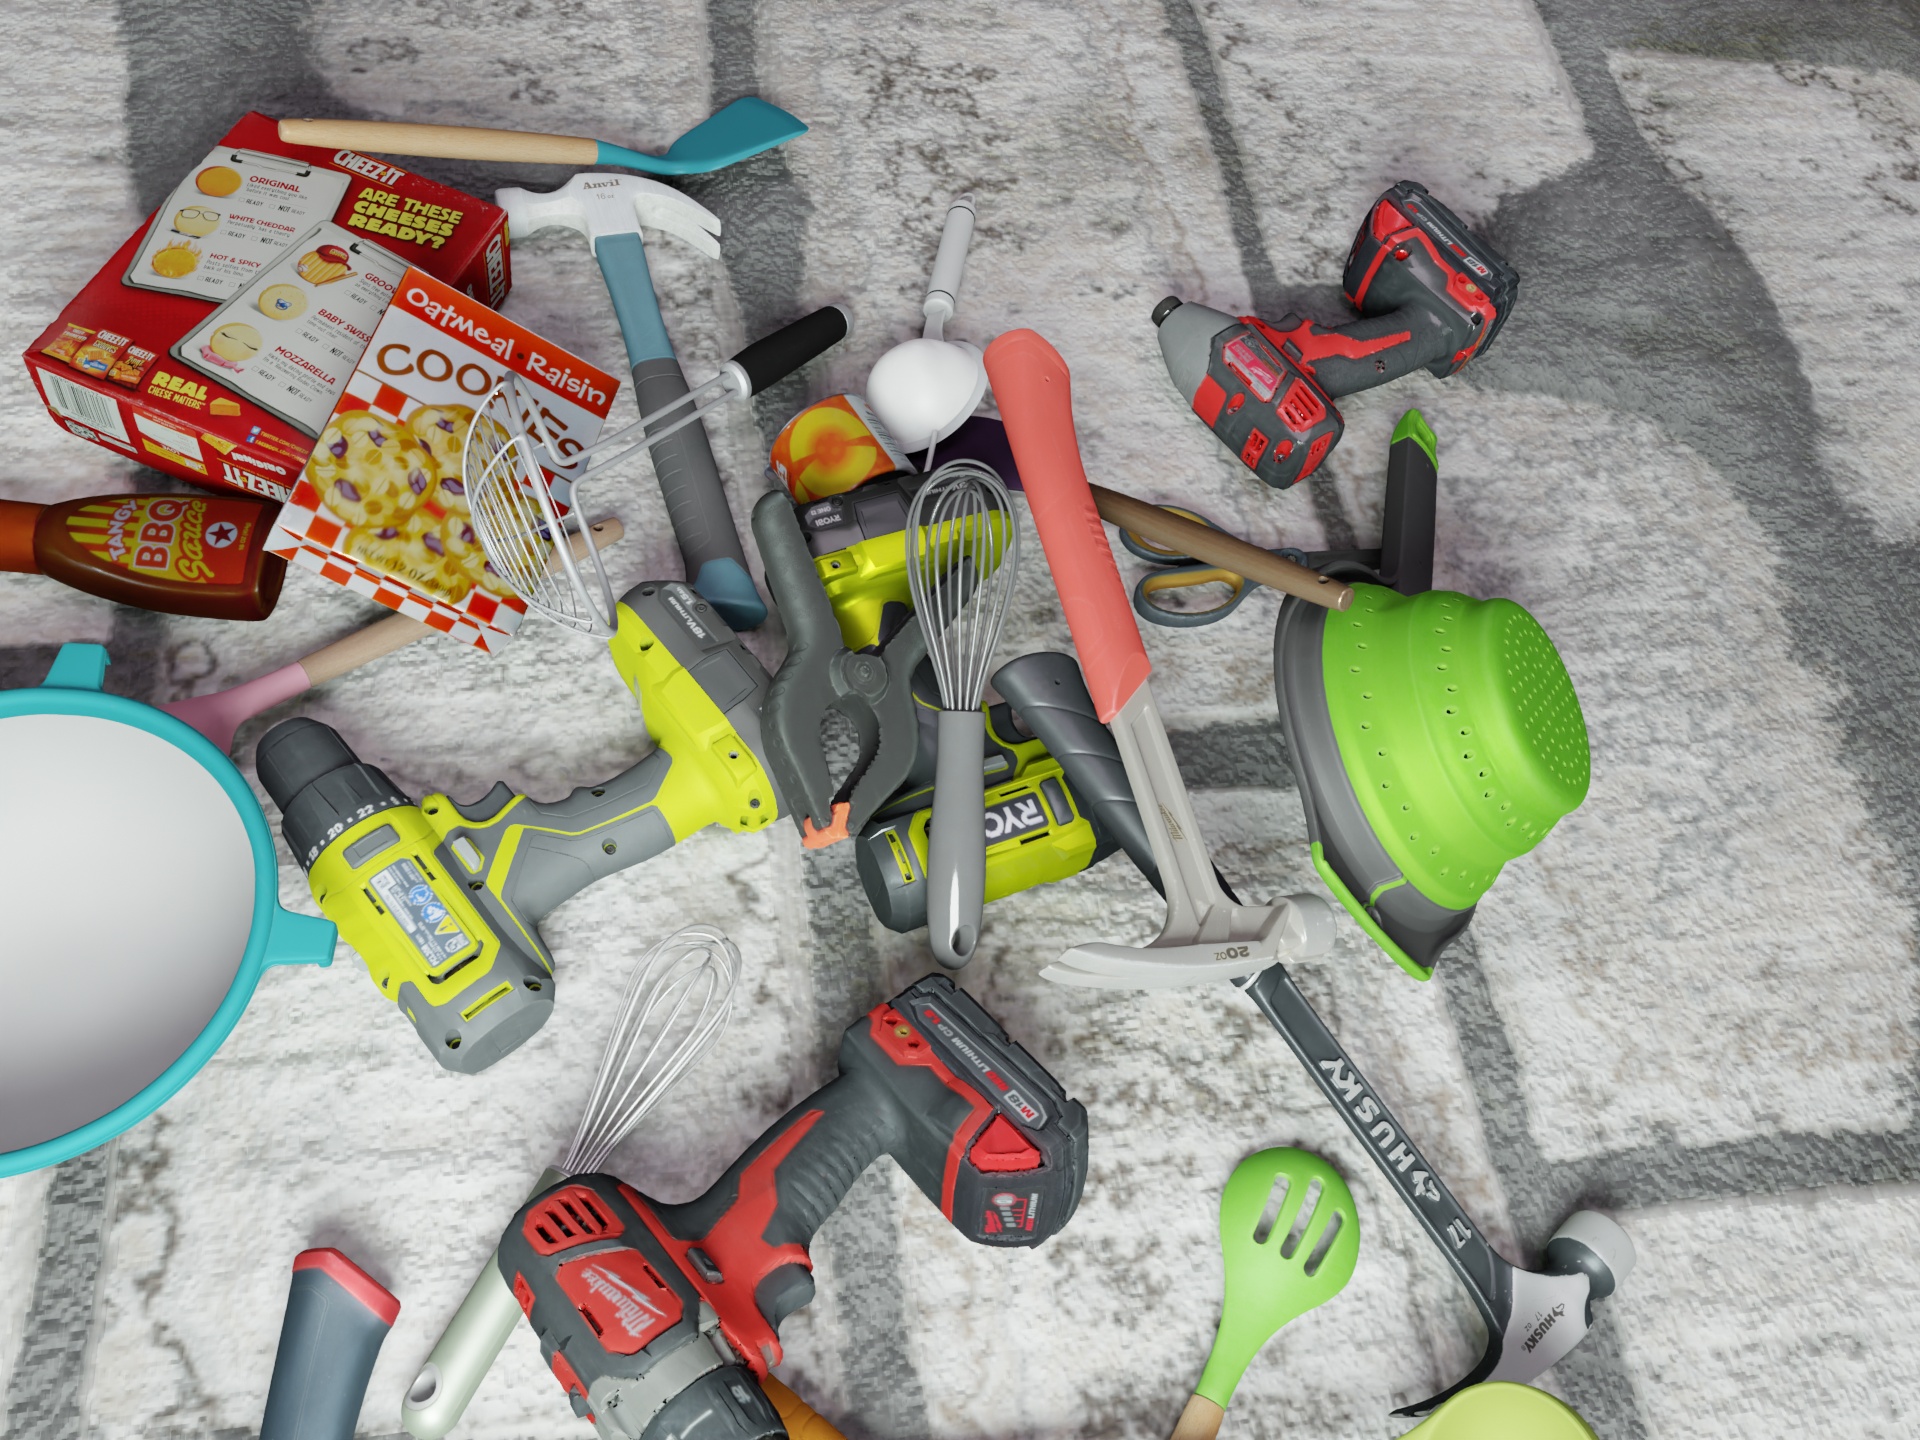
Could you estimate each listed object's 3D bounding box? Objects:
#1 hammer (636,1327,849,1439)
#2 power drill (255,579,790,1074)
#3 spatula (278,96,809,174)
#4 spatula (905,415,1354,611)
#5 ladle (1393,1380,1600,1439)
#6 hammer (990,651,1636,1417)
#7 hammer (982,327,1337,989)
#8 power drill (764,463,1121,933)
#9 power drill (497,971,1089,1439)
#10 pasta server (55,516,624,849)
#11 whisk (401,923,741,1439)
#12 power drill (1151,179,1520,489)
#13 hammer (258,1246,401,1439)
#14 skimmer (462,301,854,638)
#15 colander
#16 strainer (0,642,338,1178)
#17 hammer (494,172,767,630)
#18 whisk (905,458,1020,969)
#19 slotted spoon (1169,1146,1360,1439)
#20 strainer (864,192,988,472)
[{"bbox_3d":[-0.001,0.336,0.630,0.337,0.034,0.127,33,84,17],"label":"hammer"},{"bbox_3d":[-0.204,0.031,0.769,0.228,0.080,0.191,-35,73,-23],"label":"power drill"},{"bbox_3d":[-0.247,-0.358,0.964,0.317,0.044,0.082,-11,38,-35],"label":"spatula"},{"bbox_3d":[0.080,-0.118,0.860,0.060,0.018,0.316,-38,45,-24],"label":"spatula"},{"bbox_3d":[0.102,0.311,0.651,0.320,0.062,0.078,-1,70,3],"label":"ladle"},{"bbox_3d":[0.146,0.134,0.754,0.149,0.036,0.409,-31,79,-33],"label":"hammer"},{"bbox_3d":[0.062,-0.044,0.772,0.149,0.036,0.359,0,60,-30],"label":"hammer"},{"bbox_3d":[0.002,-0.016,0.836,0.171,0.080,0.223,-17,69,-18],"label":"power drill"},{"bbox_3d":[-0.049,0.223,0.648,0.226,0.080,0.188,-27,51,-31],"label":"power drill"},{"bbox_3d":[-0.310,-0.032,0.815,0.316,0.040,0.060,-32,71,-29],"label":"pasta server"},{"bbox_3d":[-0.167,0.197,0.704,0.058,0.059,0.246,8,56,37],"label":"whisk"},{"bbox_3d":[0.232,-0.248,1.010,0.219,0.078,0.143,-33,71,-22],"label":"power drill"},{"bbox_3d":[-0.275,0.393,0.574,0.143,0.038,0.387,2,61,-7],"label":"hammer"},{"bbox_3d":[-0.128,-0.161,0.828,0.090,0.127,0.363,-4,27,32],"label":"skimmer"},{"bbox_3d":[0.269,-0.055,0.852,0.204,0.094,0.397,45,42,-27],"label":"colander"},{"bbox_3d":[-0.440,0.136,0.658,0.340,0.095,0.211,-40,75,-22],"label":"strainer"},{"bbox_3d":[-0.176,-0.193,0.925,0.128,0.033,0.331,-13,64,-16],"label":"hammer"},{"bbox_3d":[-0.002,-0.002,0.744,0.055,0.055,0.239,1,90,-10],"label":"whisk"},{"bbox_3d":[0.099,0.322,0.691,0.070,0.031,0.314,30,62,6],"label":"slotted spoon"},{"bbox_3d":[-0.017,-0.250,0.975,0.087,0.050,0.259,-11,47,25],"label":"strainer"}]
